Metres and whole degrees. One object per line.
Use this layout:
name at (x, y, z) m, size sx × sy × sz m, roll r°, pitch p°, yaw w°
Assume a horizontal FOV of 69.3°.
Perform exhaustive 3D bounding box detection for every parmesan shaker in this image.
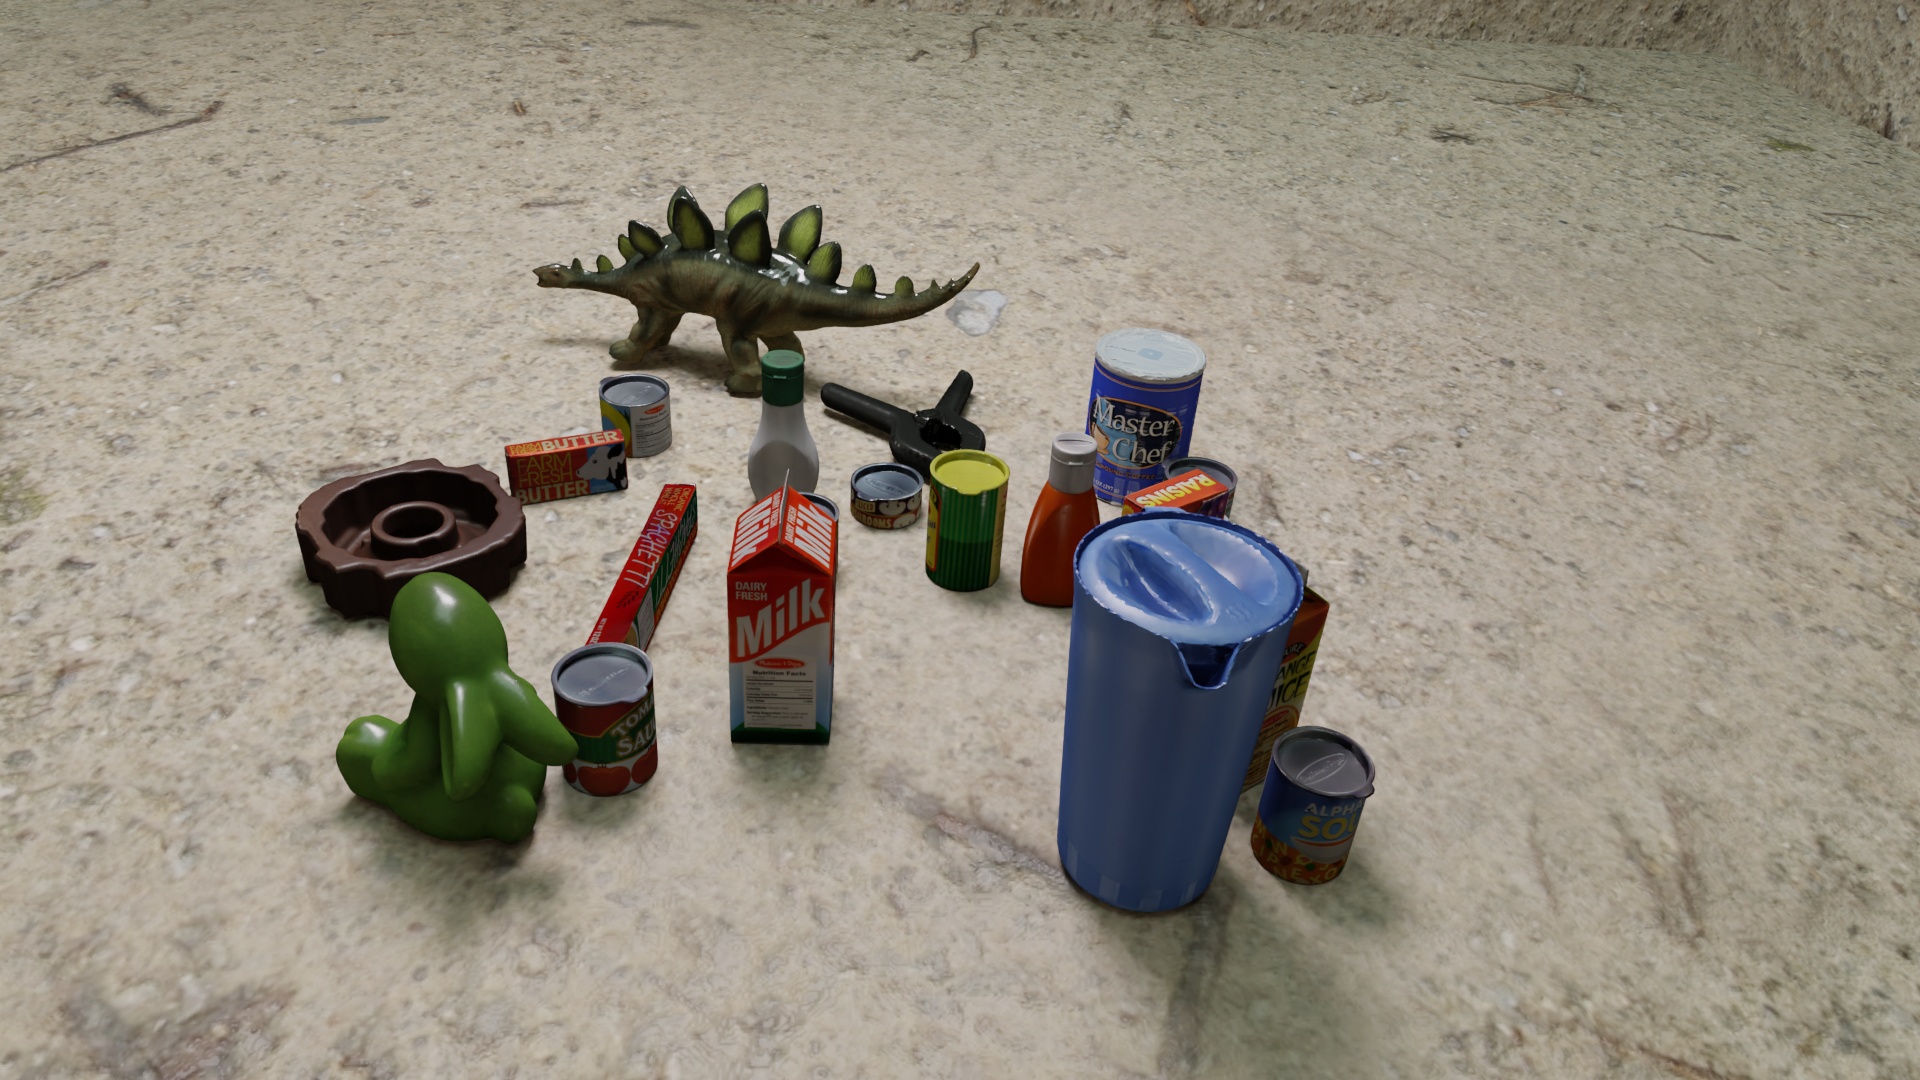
parmesan shaker at (0.004, -0.015, 1.169) m, size 0.071 × 0.102 × 0.072 m, roll 3°, pitch 33°, yaw -2°

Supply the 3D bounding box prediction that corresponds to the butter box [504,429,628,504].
butter box at (-0.353, -0.066, 1.246) m, size 0.104 × 0.052 × 0.024 m, roll -10°, pitch 36°, yaw -22°

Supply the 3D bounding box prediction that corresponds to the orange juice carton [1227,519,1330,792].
orange juice carton at (0.196, 0.081, 0.967) m, size 0.073 × 0.191 × 0.072 m, roll -21°, pitch 41°, yaw -33°

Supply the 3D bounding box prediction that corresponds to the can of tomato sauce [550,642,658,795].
can of tomato sauce at (-0.240, 0.123, 0.948) m, size 0.071 × 0.082 × 0.071 m, roll 3°, pitch 33°, yaw -2°

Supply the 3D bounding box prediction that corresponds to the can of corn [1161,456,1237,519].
can of corn at (0.213, -0.036, 1.269) m, size 0.071 × 0.058 × 0.071 m, roll 3°, pitch 33°, yaw -2°

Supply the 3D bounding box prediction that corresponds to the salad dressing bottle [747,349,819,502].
salad dressing bottle at (-0.157, -0.095, 1.230) m, size 0.064 × 0.146 × 0.044 m, roll 4°, pitch 33°, yaw -1°

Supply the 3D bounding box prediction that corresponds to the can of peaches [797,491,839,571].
can of peaches at (-0.135, 0.001, 1.167) m, size 0.071 × 0.057 × 0.071 m, roll 3°, pitch 33°, yaw -2°

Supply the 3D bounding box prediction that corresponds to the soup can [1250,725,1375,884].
soup can at (0.235, 0.178, 0.923) m, size 0.071 × 0.083 × 0.072 m, roll 3°, pitch 33°, yaw -2°

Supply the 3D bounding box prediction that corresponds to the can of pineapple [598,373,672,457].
can of pineapple at (-0.311, -0.121, 1.330) m, size 0.071 × 0.057 × 0.071 m, roll 3°, pitch 33°, yaw -2°

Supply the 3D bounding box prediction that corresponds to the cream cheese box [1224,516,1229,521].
cream cheese box at (0.228, 0.018, 1.193) m, size 0.024 × 0.053 × 0.104 m, roll -7°, pitch 35°, yaw -17°

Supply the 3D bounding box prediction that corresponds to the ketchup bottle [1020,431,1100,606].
ketchup bottle at (0.086, -0.016, 1.140) m, size 0.065 × 0.148 × 0.044 m, roll 3°, pitch 33°, yaw -3°

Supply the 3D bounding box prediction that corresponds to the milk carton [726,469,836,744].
milk carton at (-0.125, 0.049, 0.978) m, size 0.073 × 0.189 × 0.073 m, roll 2°, pitch 33°, yaw -4°

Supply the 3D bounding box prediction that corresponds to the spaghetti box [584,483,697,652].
spaghetti box at (-0.251, 0.037, 1.106) m, size 0.029 × 0.050 × 0.251 m, roll 6°, pitch 33°, yaw 1°

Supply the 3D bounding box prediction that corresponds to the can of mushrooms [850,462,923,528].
can of mushrooms at (-0.069, -0.040, 1.261) m, size 0.071 × 0.033 × 0.071 m, roll 3°, pitch 33°, yaw -2°

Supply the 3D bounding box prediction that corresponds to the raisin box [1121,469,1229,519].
raisin box at (0.167, 0.012, 1.131) m, size 0.086 × 0.122 × 0.040 m, roll -19°, pitch 40°, yaw -32°
